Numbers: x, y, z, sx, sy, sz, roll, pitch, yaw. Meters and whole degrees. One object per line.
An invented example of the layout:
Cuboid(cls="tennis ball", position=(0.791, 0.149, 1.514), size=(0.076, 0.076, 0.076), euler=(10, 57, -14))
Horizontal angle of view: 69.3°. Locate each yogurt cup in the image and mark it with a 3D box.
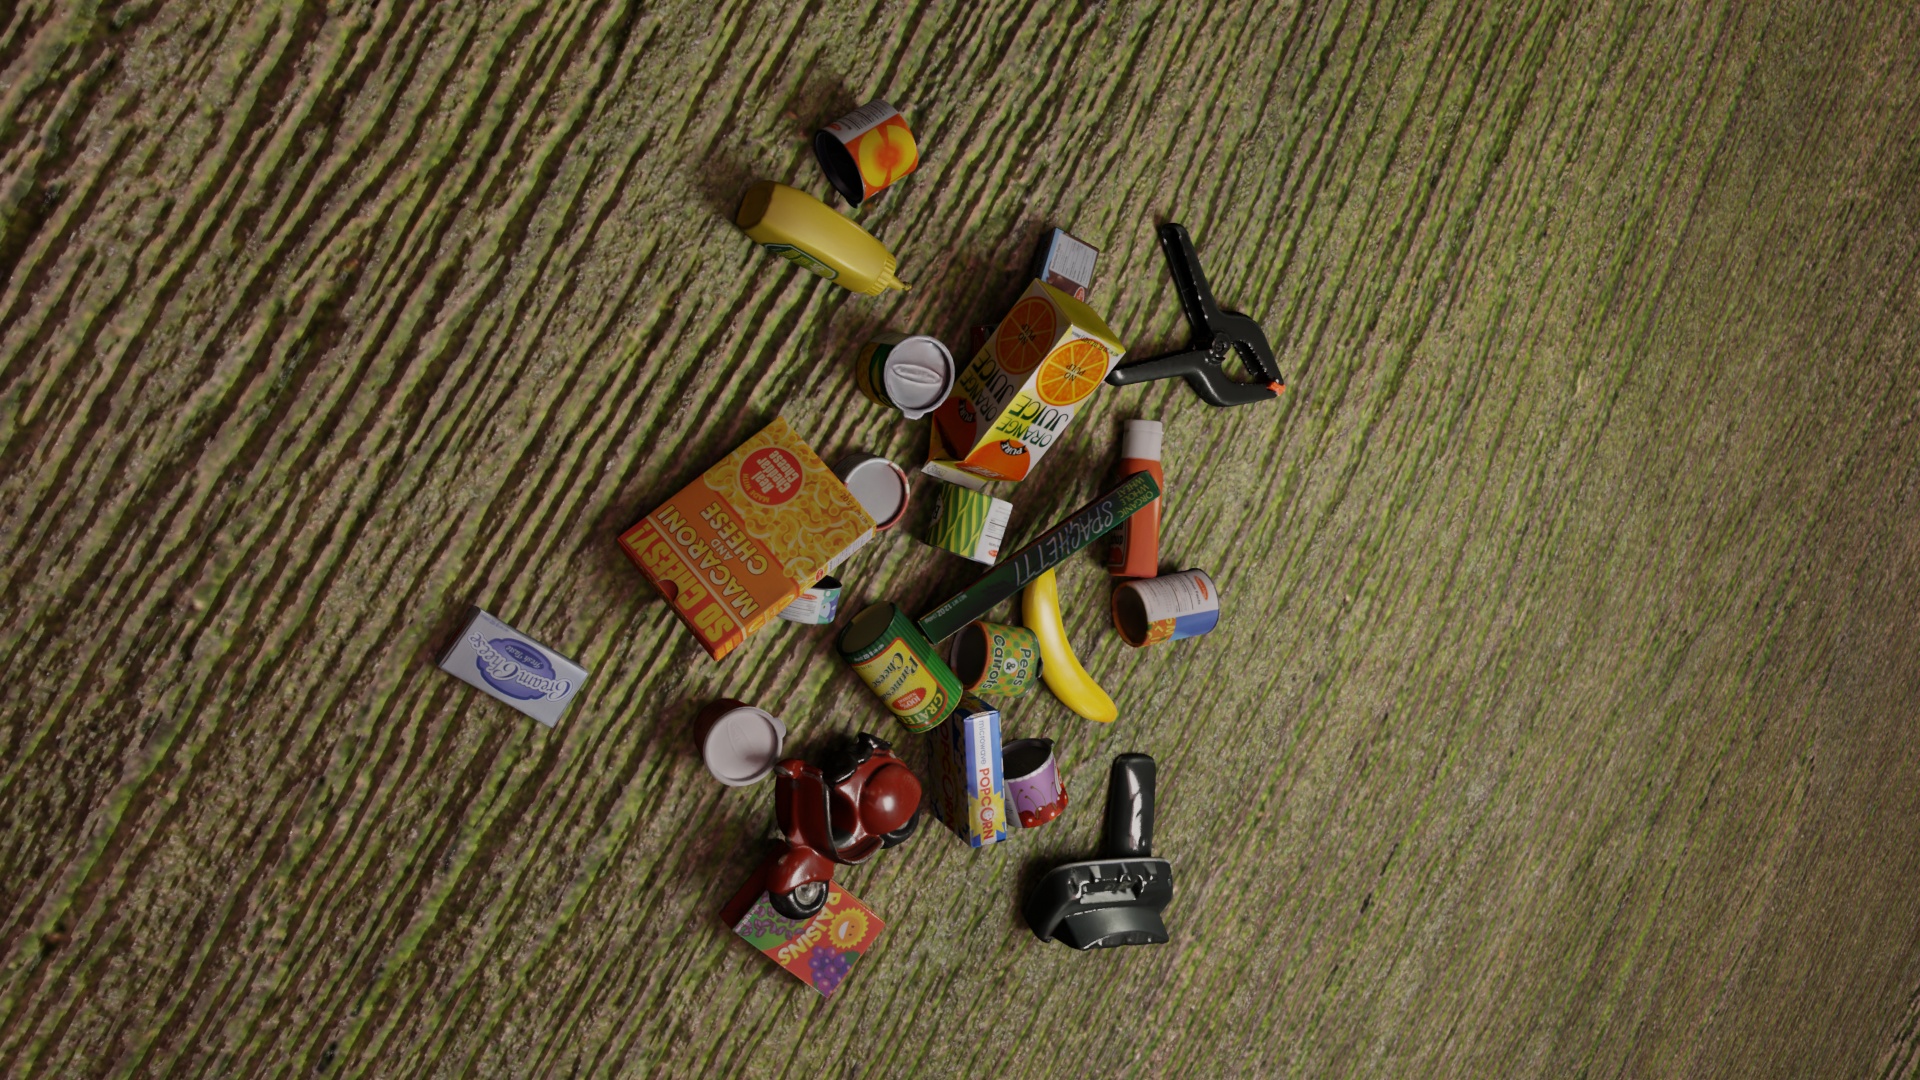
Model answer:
Cuboid(cls="yogurt cup", position=(-0.190, 0.166, 1.165), size=(0.072, 0.054, 0.072), euler=(-6, 103, -27))

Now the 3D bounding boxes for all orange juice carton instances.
Cuboid(cls="orange juice carton", position=(0.046, -0.121, 1.198), size=(0.072, 0.073, 0.192), euler=(18, 119, -42))

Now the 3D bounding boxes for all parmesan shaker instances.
Cuboid(cls="parmesan shaker", position=(-0.056, 0.113, 1.223), size=(0.071, 0.071, 0.103), euler=(-45, 117, -13))

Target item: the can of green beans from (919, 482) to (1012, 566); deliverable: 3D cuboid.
Cuboid(cls="can of green beans", position=(0.007, -0.015, 1.230), size=(0.071, 0.071, 0.058), euler=(17, 91, -30))

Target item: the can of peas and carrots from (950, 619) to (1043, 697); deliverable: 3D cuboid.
Cuboid(cls="can of peas and carrots", position=(0.032, 0.108, 1.266), size=(0.059, 0.071, 0.071), euler=(11, 95, -29))

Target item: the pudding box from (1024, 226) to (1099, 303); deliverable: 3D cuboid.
Cuboid(cls="pudding box", position=(0.088, -0.231, 1.237), size=(0.049, 0.030, 0.084), euler=(23, 72, -21))

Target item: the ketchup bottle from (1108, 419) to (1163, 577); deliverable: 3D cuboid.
Cuboid(cls="ketchup bottle", position=(0.169, -0.039, 1.318), size=(0.043, 0.064, 0.148), euler=(5, 89, -10))

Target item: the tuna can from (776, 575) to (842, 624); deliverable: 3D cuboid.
Cuboid(cls="tuna can", position=(-0.135, 0.045, 1.167), size=(0.071, 0.071, 0.032), euler=(9, 101, -30))

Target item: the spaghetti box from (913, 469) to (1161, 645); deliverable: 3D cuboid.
Cuboid(cls="spaghetti box", position=(0.070, 0.014, 1.250), size=(0.250, 0.050, 0.028), euler=(-33, 92, -7))

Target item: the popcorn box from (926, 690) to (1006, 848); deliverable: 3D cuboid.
Cuboid(cls="popcorn box", position=(0.004, 0.203, 1.260), size=(0.038, 0.085, 0.126), euler=(-10, 105, -25))

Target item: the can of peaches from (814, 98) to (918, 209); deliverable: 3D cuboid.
Cuboid(cls="can of peaches", position=(-0.076, -0.314, 1.128), size=(0.058, 0.071, 0.071), euler=(-37, 115, -18))

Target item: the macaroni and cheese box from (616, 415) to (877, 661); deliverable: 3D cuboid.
Cuboid(cls="macaroni and cheese box", position=(-0.170, -0.003, 1.116), size=(0.167, 0.040, 0.124), euler=(-39, 79, -17))

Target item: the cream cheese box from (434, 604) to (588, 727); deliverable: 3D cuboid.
Cuboid(cls="cream cheese box", position=(-0.349, 0.099, 1.083), size=(0.103, 0.024, 0.053), euler=(37, 82, -29))

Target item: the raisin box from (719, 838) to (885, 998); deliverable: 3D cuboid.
Cuboid(cls="raisin box", position=(-0.139, 0.337, 1.236), size=(0.123, 0.040, 0.086), euler=(45, 77, -26))

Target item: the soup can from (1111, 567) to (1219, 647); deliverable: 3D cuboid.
Cuboid(cls="soup can", position=(0.198, 0.067, 1.352), size=(0.084, 0.071, 0.071), euler=(-9, 104, -26))

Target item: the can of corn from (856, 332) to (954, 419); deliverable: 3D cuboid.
Cuboid(cls="can of corn", position=(-0.048, -0.141, 1.180), size=(0.071, 0.058, 0.071), euler=(-6, 103, -28))

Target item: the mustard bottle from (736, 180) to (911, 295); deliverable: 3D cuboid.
Cuboid(cls="mustard bottle", position=(-0.102, -0.237, 1.131), size=(0.160, 0.065, 0.049), euler=(24, 84, -34))

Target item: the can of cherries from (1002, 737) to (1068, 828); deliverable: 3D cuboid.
Cuboid(cls="can of cherries", position=(0.065, 0.227, 1.308), size=(0.072, 0.071, 0.058), euler=(-28, 112, -21))

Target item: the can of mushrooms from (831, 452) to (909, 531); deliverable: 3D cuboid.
Cuboid(cls="can of mushrooms", position=(-0.079, -0.039, 1.198), size=(0.071, 0.033, 0.071), euler=(-6, 102, -28))

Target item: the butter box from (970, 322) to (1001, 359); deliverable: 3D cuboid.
Cuboid(cls="butter box", position=(0.061, -0.173, 1.253), size=(0.104, 0.024, 0.053), euler=(-11, 104, -26))
